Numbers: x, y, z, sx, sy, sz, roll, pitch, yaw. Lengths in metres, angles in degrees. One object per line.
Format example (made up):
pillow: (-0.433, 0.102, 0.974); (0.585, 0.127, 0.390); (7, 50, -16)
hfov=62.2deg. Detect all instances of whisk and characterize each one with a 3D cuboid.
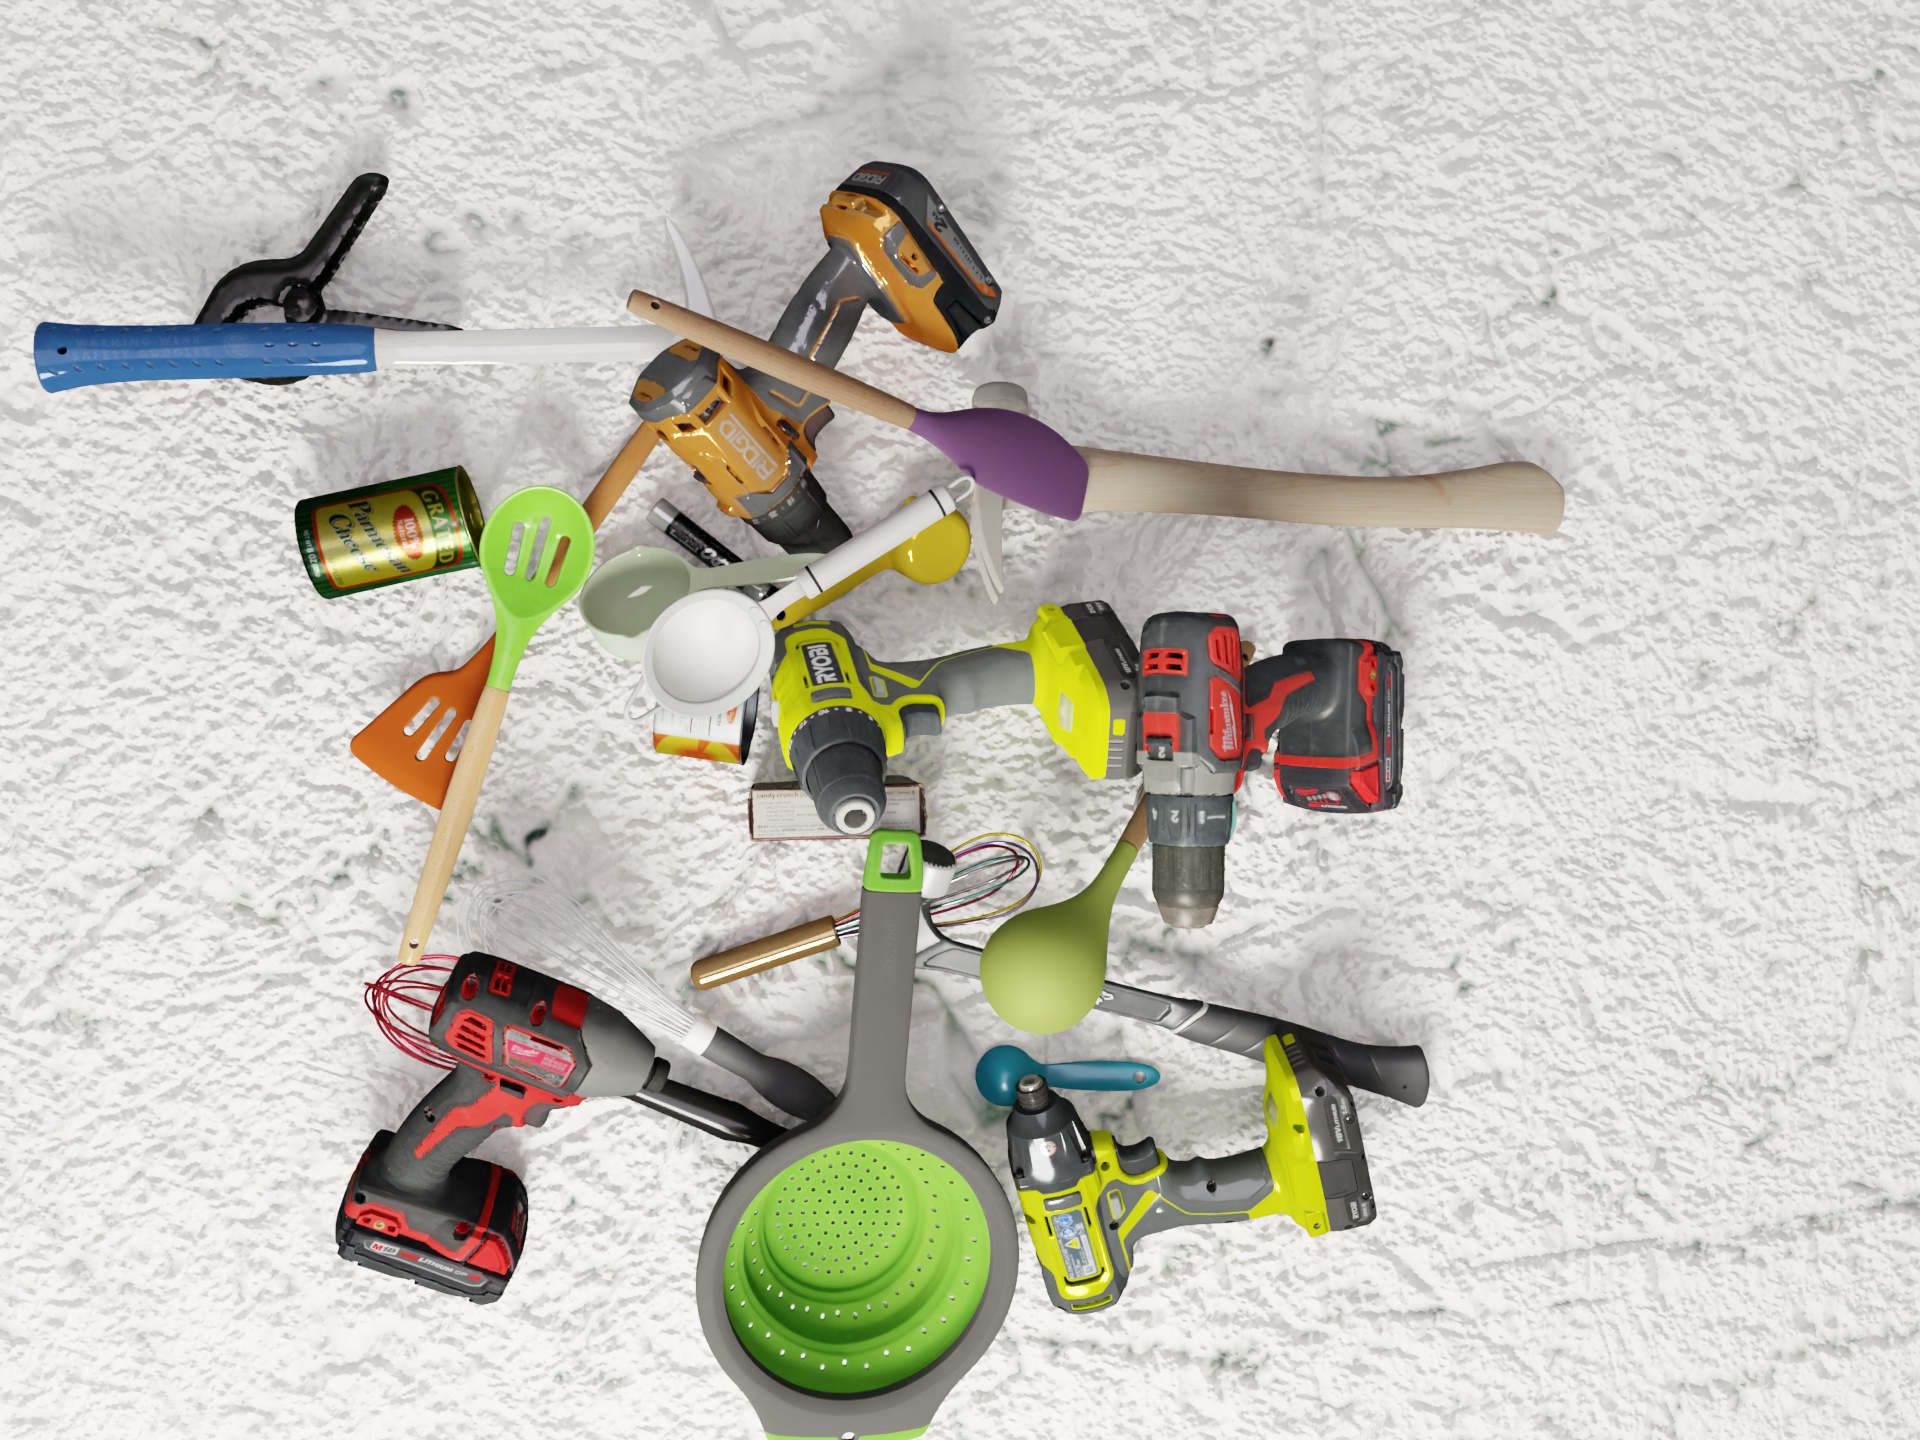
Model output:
whisk: (-0.199, 0.190, 1.039); (0.284, 0.070, 0.070); (34, 88, -12)
whisk: (-0.063, 0.129, 1.061); (0.245, 0.051, 0.047); (-19, 119, 0)
whisk: (-0.246, 0.224, 1.038); (0.295, 0.073, 0.073); (24, 89, -11)

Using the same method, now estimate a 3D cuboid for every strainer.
strainer: (-0.101, -0.081, 0.982); (0.258, 0.050, 0.086); (-32, 129, -3)

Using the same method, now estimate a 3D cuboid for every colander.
colander: (-0.064, 0.258, 1.021); (0.204, 0.094, 0.397); (3, 97, -14)

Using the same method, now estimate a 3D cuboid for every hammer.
hammer: (-0.353, -0.238, 0.993); (0.405, 0.035, 0.144); (-4, 93, -10)
hammer: (0.210, -0.144, 1.073); (0.410, 0.038, 0.146); (2, 75, -8)
hammer: (0.132, 0.199, 1.067); (0.408, 0.036, 0.149); (17, 112, -12)

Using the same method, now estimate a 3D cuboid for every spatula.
spatula: (-0.270, -0.092, 1.035); (0.081, 0.041, 0.322); (35, 86, -12)
spatula: (-0.052, -0.195, 0.965); (0.315, 0.018, 0.060); (17, 74, -27)

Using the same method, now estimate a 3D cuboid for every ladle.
ladle: (0.113, 0.065, 1.029); (0.078, 0.062, 0.320); (42, 59, -11)

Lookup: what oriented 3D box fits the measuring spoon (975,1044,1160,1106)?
measuring spoon: (0.075, 0.245, 1.086); (0.128, 0.021, 0.042); (1, 91, -5)

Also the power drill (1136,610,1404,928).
power drill: (0.191, 0.028, 1.003); (0.226, 0.080, 0.188); (-1, 92, -47)

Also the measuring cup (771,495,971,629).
measuring cup: (-0.059, -0.094, 1.036); (0.156, 0.029, 0.062); (-31, 126, -21)

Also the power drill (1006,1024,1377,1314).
power drill: (0.146, 0.287, 1.044); (0.223, 0.080, 0.171); (-15, 110, 2)

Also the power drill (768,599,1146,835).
power drill: (-0.002, -0.003, 0.997); (0.228, 0.191, 0.080); (-7, 123, -11)

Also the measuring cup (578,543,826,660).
measuring cup: (-0.160, -0.079, 1.027); (0.167, 0.038, 0.083); (-9, 52, 3)

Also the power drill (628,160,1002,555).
power drill: (-0.076, -0.216, 1.016); (0.226, 0.084, 0.185); (-49, 130, -8)

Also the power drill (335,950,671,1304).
power drill: (-0.281, 0.249, 0.975); (0.143, 0.079, 0.219); (26, 113, -18)

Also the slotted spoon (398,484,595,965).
slotted spoon: (-0.303, 0.003, 1.005); (0.070, 0.031, 0.314); (18, 89, -17)
